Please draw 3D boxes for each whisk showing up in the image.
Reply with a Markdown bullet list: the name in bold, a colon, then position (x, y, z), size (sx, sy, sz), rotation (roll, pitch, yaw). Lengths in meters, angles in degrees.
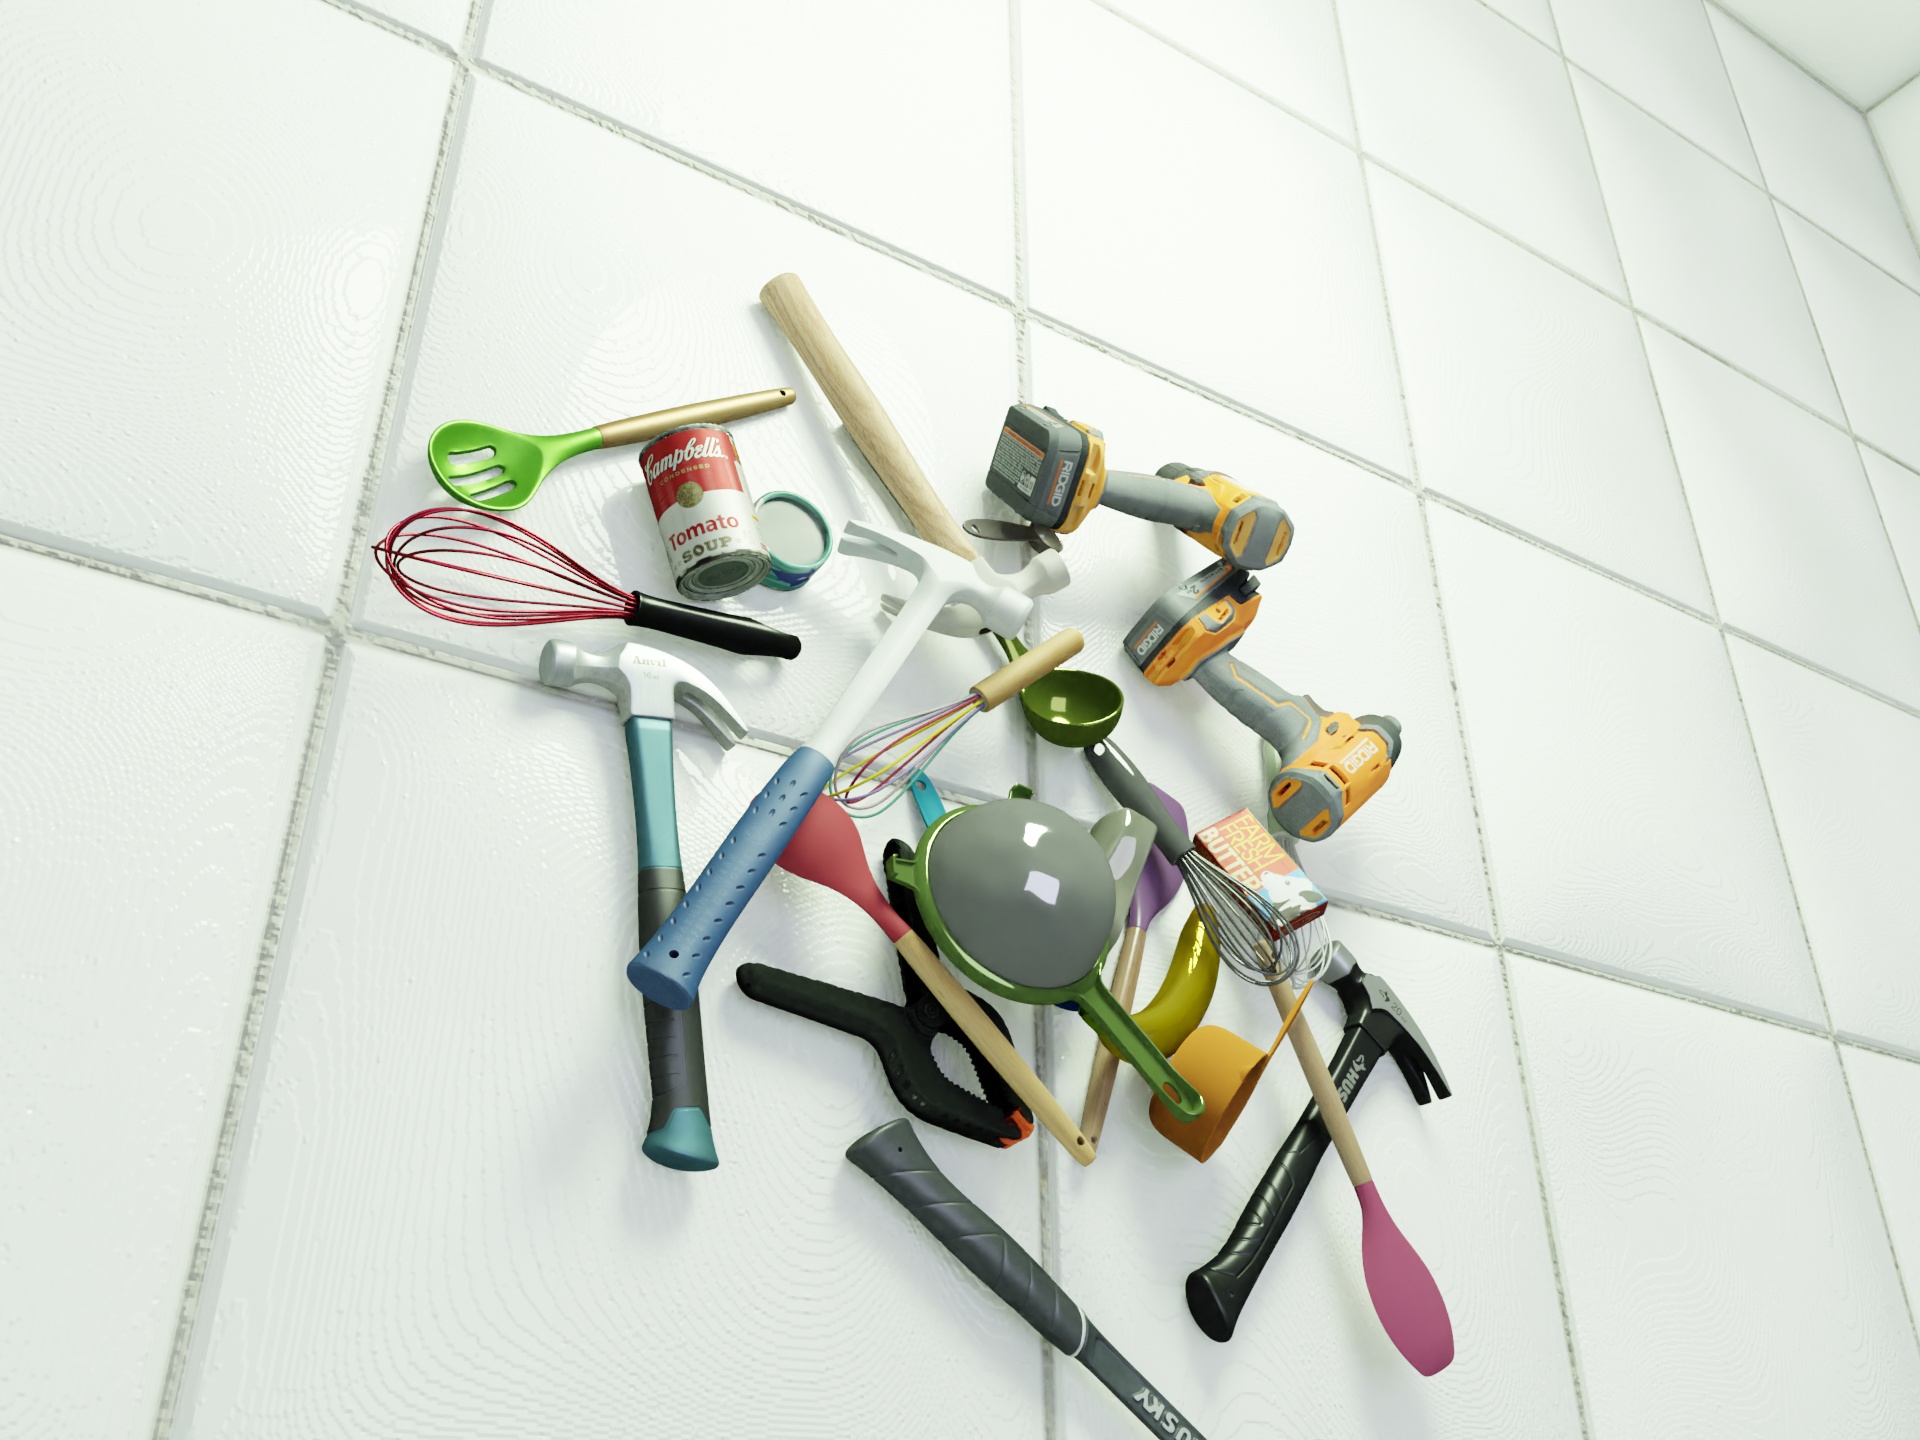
- **whisk**: position (0.168, 0.098, 1.186), size (0.055, 0.055, 0.239), rotation (-18, 61, -40)
- **whisk**: position (0.000, -0.003, 1.116), size (0.245, 0.047, 0.051), rotation (-32, 76, -29)
- **whisk**: position (0.261, 0.103, 1.281), size (0.057, 0.059, 0.247), rotation (56, 29, -49)
- **whisk**: position (-0.228, -0.077, 1.019), size (0.295, 0.073, 0.073), rotation (13, 59, -36)

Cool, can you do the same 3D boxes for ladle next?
- **ladle**: position (-0.021, 0.158, 1.010), size (0.315, 0.031, 0.069), rotation (49, 48, 5)
- **ladle**: position (0.011, -0.112, 1.212), size (0.078, 0.062, 0.320), rotation (-32, 83, -39)

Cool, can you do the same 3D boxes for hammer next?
- **hammer**: position (0.255, 0.316, 1.162), size (0.146, 0.035, 0.335), rotation (48, 48, -3)
- **hammer**: position (0.081, 0.399, 0.993), size (0.409, 0.036, 0.149), rotation (45, 49, -6)
- **hammer**: position (-0.093, 0.015, 1.020), size (0.144, 0.035, 0.406), rotation (30, 50, 3)
- **hammer**: position (-0.059, -0.204, 1.204), size (0.130, 0.031, 0.331), rotation (-30, 76, -12)
- **hammer**: position (-0.183, 0.106, 0.967), size (0.128, 0.033, 0.331), rotation (6, 63, -32)

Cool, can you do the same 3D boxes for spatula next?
- **spatula**: position (0.125, 0.177, 1.157), size (0.059, 0.018, 0.316), rotation (36, 49, -19)

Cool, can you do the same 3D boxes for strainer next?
- **strainer**: position (0.081, 0.144, 1.025), size (0.256, 0.069, 0.151), rotation (50, 42, 13)

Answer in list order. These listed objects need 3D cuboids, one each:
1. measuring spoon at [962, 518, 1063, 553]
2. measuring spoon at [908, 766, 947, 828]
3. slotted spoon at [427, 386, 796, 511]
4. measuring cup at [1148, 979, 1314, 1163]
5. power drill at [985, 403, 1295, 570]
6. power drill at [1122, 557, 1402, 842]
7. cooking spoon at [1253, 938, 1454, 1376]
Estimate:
- **measuring spoon**: position (0.038, -0.145, 1.258), size (0.124, 0.018, 0.034), rotation (-2, 55, -51)
- **measuring spoon**: position (-0.014, 0.091, 1.111), size (0.042, 0.021, 0.129), rotation (-3, 58, -37)
- **slotted spoon**: position (-0.232, -0.199, 1.106), size (0.314, 0.031, 0.070), rotation (-25, 82, -43)
- **measuring cup**: position (0.192, 0.231, 1.123), size (0.052, 0.095, 0.174), rotation (28, 49, 21)
- **power drill**: position (0.138, -0.193, 1.303), size (0.226, 0.084, 0.185), rotation (11, 19, -22)
- **power drill**: position (0.259, -0.023, 1.299), size (0.226, 0.084, 0.164), rotation (48, 47, 11)
- **cooking spoon**: position (0.280, 0.309, 1.147), size (0.068, 0.017, 0.319), rotation (-9, 70, -39)
